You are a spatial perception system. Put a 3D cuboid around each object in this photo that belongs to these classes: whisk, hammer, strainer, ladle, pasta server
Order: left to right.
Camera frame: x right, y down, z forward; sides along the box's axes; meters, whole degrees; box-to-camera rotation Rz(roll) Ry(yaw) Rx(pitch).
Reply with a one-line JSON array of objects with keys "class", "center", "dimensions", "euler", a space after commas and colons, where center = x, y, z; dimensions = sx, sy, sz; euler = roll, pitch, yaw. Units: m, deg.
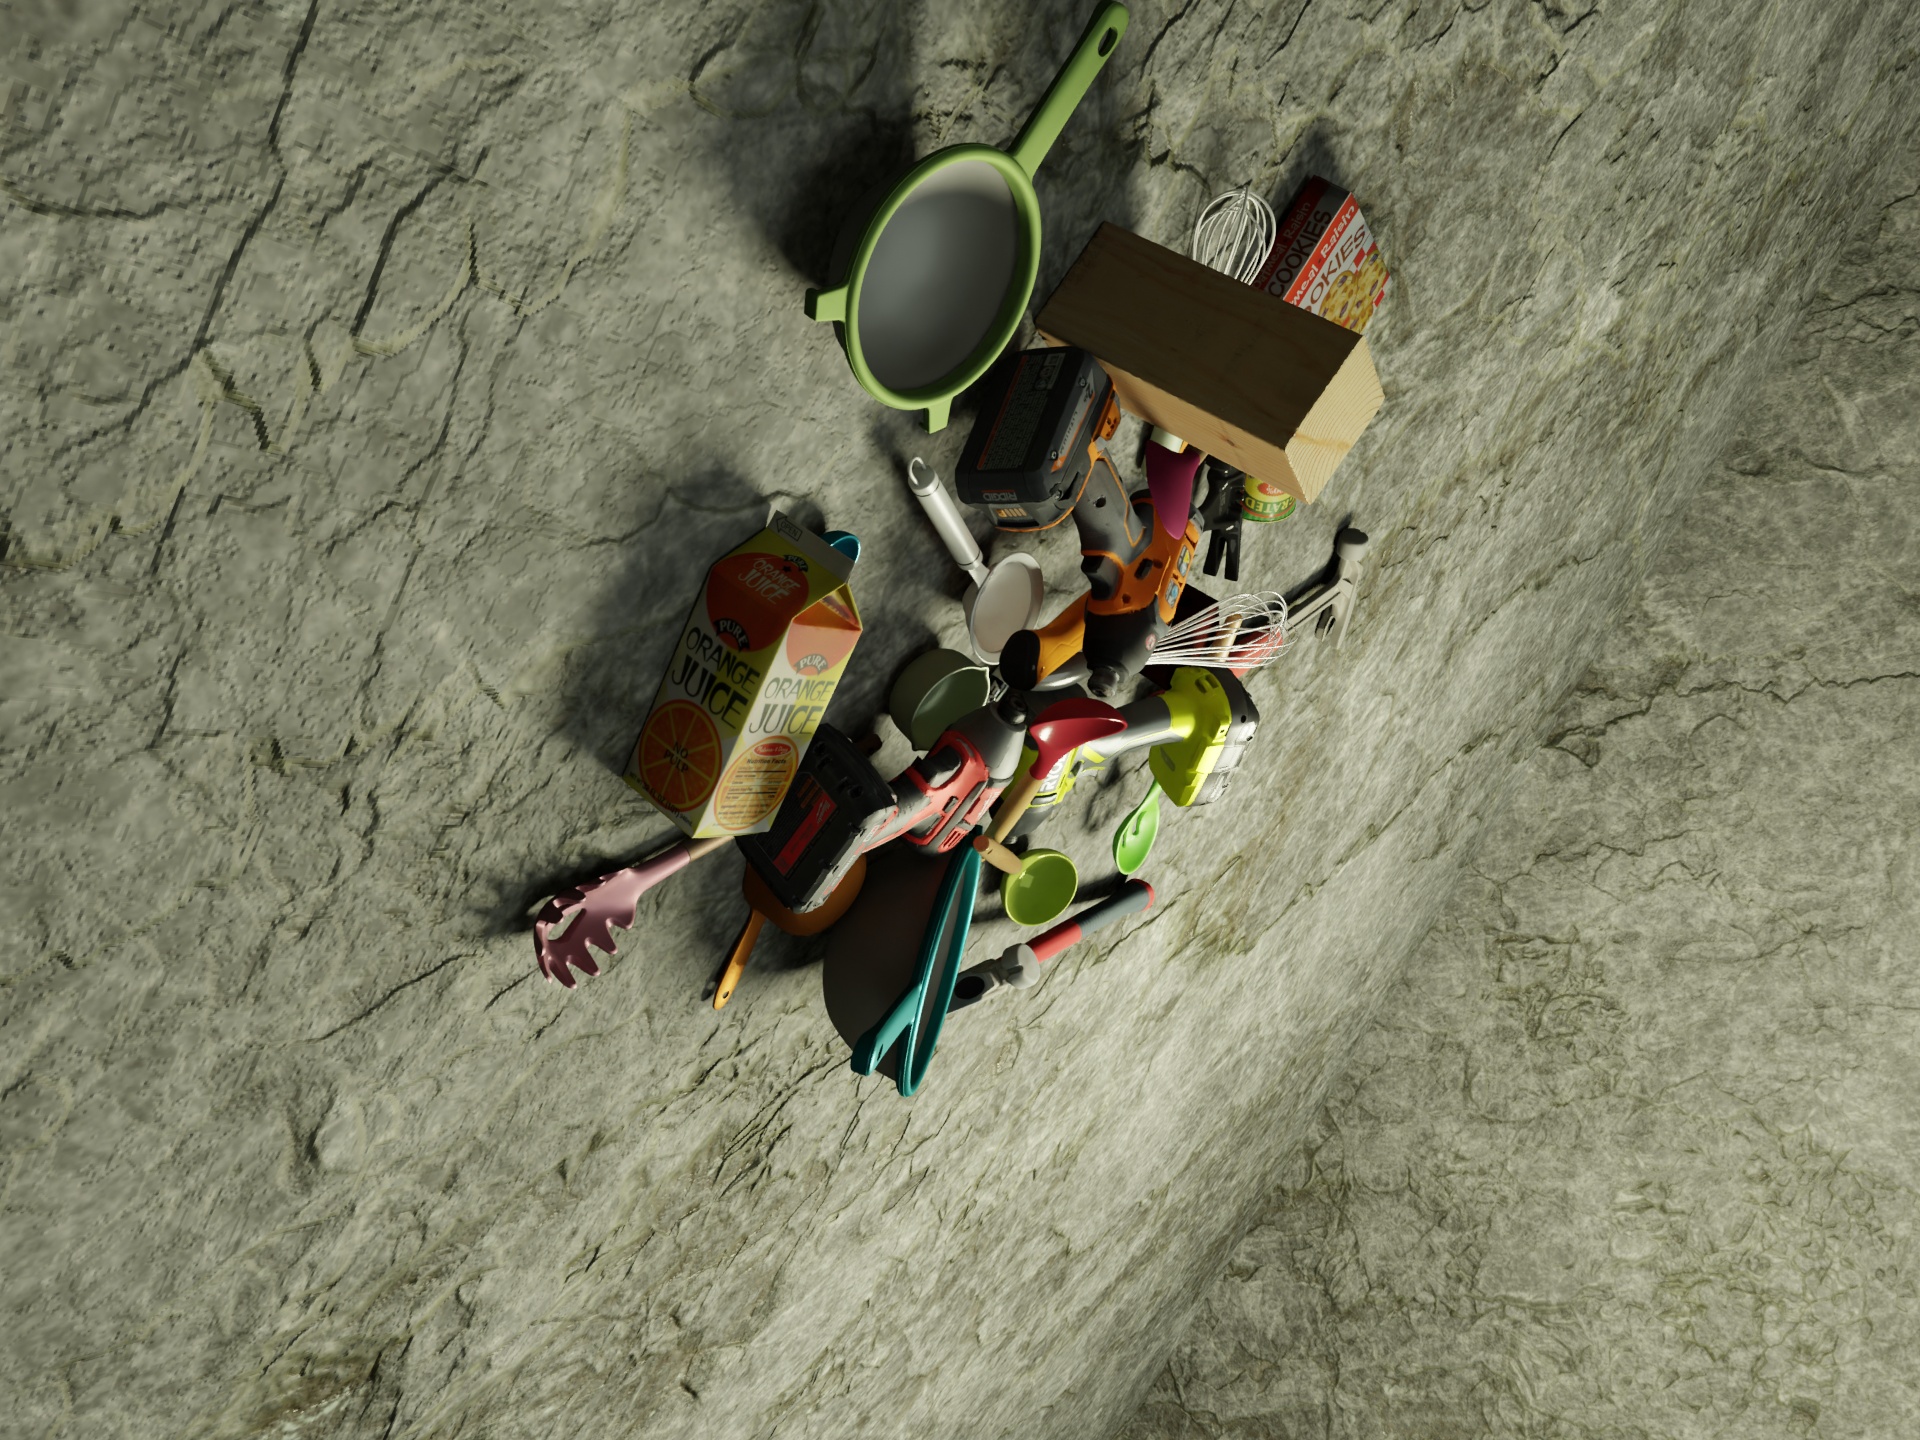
[{"class": "pasta server", "center": [-0.161, 0.081, 1.074], "dimensions": [0.316, 0.040, 0.060], "euler": [-31, 131, -39]}, {"class": "strainer", "center": [-0.066, 0.190, 1.192], "dimensions": [0.340, 0.095, 0.211], "euler": [-33, 136, -77]}, {"class": "strainer", "center": [0.001, -0.301, 0.895], "dimensions": [0.256, 0.069, 0.151], "euler": [-57, 149, 0]}, {"class": "strainer", "center": [0.007, -0.113, 1.114], "dimensions": [0.087, 0.050, 0.258], "euler": [-59, 152, -13]}, {"class": "ladle", "center": [0.050, 0.130, 1.349], "dimensions": [0.078, 0.062, 0.320], "euler": [-45, 166, -1]}, {"class": "ladle", "center": [0.055, 0.052, 1.249], "dimensions": [0.069, 0.031, 0.315], "euler": [4, 154, -14]}, {"class": "hammer", "center": [0.086, 0.216, 1.555], "dimensions": [0.143, 0.038, 0.386], "euler": [-26, 174, 28]}, {"class": "hammer", "center": [0.136, -0.106, 1.260], "dimensions": [0.337, 0.034, 0.127], "euler": [-39, 137, -42]}, {"class": "whisk", "center": [0.164, -0.060, 1.318], "dimensions": [0.284, 0.070, 0.070], "euler": [-12, 131, -30]}, {"class": "whisk", "center": [0.180, -0.286, 1.208], "dimensions": [0.059, 0.058, 0.246], "euler": [-78, -177, -52]}, {"class": "hammer", "center": [0.297, -0.066, 1.614], "dimensions": [0.359, 0.037, 0.149], "euler": [-33, 144, -36]}]

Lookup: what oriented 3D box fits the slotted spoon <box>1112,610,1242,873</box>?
[{"class": "slotted spoon", "center": [0.203, 0.024, 1.498], "dimensions": [0.070, 0.031, 0.313], "euler": [-26, 145, -43]}]

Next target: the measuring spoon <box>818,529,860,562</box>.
[{"class": "measuring spoon", "center": [-0.093, -0.077, 1.044], "dimensions": [0.042, 0.021, 0.128], "euler": [-34, 154, -35]}]

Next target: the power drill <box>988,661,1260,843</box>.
[{"class": "power drill", "center": [0.132, 0.029, 1.372], "dimensions": [0.223, 0.080, 0.171], "euler": [-8, 137, -28]}]

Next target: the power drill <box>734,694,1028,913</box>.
[{"class": "power drill", "center": [-0.041, 0.048, 1.104], "dimensions": [0.219, 0.079, 0.143], "euler": [-14, 147, -54]}]

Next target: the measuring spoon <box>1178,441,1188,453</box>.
[{"class": "measuring spoon", "center": [0.201, -0.249, 1.307], "dimensions": [0.021, 0.011, 0.117], "euler": [6, 115, -58]}]

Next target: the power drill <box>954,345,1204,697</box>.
[{"class": "power drill", "center": [0.088, -0.130, 1.103], "dimensions": [0.226, 0.084, 0.164], "euler": [46, 58, -46]}]

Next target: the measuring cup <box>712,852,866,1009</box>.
[{"class": "measuring cup", "center": [-0.129, 0.152, 1.176], "dimensions": [0.095, 0.052, 0.173], "euler": [12, 107, -59]}]

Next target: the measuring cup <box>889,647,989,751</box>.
[{"class": "measuring cup", "center": [-0.002, -0.004, 1.220], "dimensions": [0.083, 0.038, 0.167], "euler": [-48, 151, 0]}]

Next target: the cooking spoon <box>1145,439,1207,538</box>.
[{"class": "cooking spoon", "center": [0.173, -0.198, 1.168], "dimensions": [0.068, 0.017, 0.319], "euler": [67, 24, -14]}]
